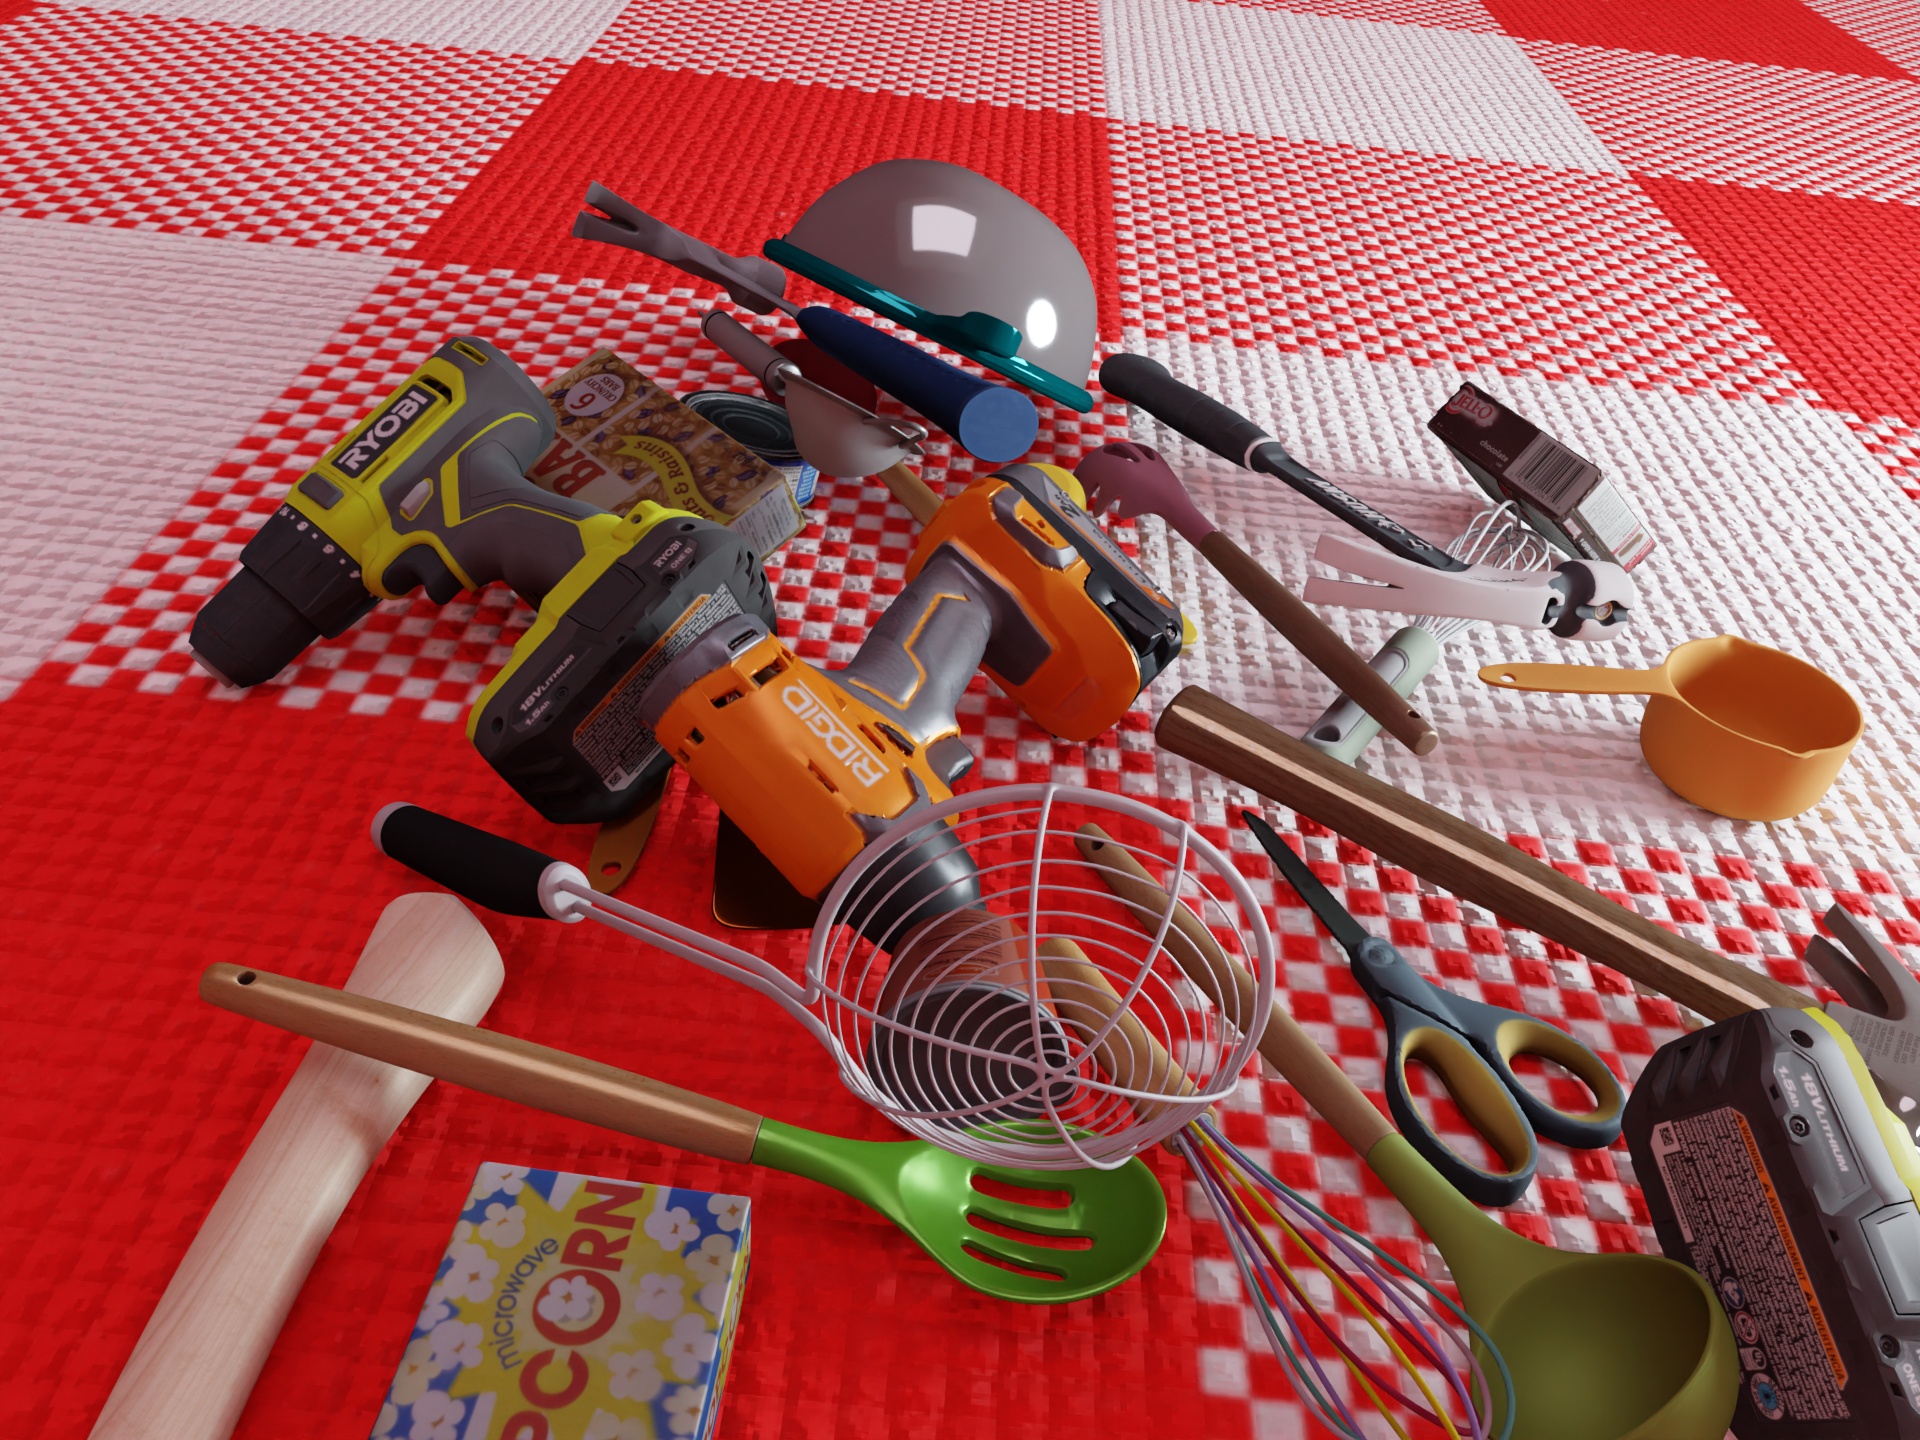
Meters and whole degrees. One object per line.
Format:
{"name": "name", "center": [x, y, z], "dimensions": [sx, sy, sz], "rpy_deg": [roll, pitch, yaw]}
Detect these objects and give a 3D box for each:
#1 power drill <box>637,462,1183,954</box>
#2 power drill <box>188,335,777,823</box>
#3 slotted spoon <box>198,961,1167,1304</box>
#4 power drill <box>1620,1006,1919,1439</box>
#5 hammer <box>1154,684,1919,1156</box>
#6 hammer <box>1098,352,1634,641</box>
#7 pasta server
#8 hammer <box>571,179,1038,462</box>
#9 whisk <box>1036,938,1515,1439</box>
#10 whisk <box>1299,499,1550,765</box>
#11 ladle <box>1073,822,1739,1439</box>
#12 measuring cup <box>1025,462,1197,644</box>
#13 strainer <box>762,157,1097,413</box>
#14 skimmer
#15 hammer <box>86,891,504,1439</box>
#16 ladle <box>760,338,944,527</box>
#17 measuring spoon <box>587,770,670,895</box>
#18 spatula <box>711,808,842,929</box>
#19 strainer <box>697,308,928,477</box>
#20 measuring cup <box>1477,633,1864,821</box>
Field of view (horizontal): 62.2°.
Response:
{"name": "power drill", "center": [-0.001, -0.002, 0.652], "dimensions": [0.164, 0.084, 0.226], "rpy_deg": [46, 45, 5]}
{"name": "power drill", "center": [-0.210, -0.054, 0.682], "dimensions": [0.229, 0.080, 0.190], "rpy_deg": [32, 72, 30]}
{"name": "slotted spoon", "center": [-0.089, 0.125, 0.507], "dimensions": [0.313, 0.031, 0.070], "rpy_deg": [16, 37, 0]}
{"name": "power drill", "center": [0.337, 0.141, 0.503], "dimensions": [0.223, 0.080, 0.171], "rpy_deg": [-6, 67, -16]}
{"name": "hammer", "center": [0.230, 0.068, 0.646], "dimensions": [0.331, 0.031, 0.130], "rpy_deg": [29, 42, 22]}
{"name": "hammer", "center": [0.165, -0.135, 0.846], "dimensions": [0.149, 0.036, 0.409], "rpy_deg": [2, 24, -21]}
{"name": "pasta server", "center": [0.139, -0.070, 0.801], "dimensions": [0.060, 0.040, 0.317], "rpy_deg": [-11, 37, -20]}
{"name": "hammer", "center": [-0.086, -0.215, 0.848], "dimensions": [0.144, 0.035, 0.406], "rpy_deg": [16, 16, -37]}
{"name": "whisk", "center": [0.087, 0.145, 0.514], "dimensions": [0.047, 0.051, 0.245], "rpy_deg": [36, 8, -40]}
{"name": "whisk", "center": [0.229, -0.041, 0.788], "dimensions": [0.058, 0.059, 0.246], "rpy_deg": [18, 42, 34]}
{"name": "ladle", "center": [0.126, 0.124, 0.551], "dimensions": [0.078, 0.062, 0.320], "rpy_deg": [-37, 45, -6]}
{"name": "measuring cup", "center": [0.069, -0.089, 0.832], "dimensions": [0.062, 0.029, 0.157], "rpy_deg": [-30, 50, -22]}
{"name": "strainer", "center": [0.008, -0.246, 0.855], "dimensions": [0.211, 0.095, 0.340], "rpy_deg": [24, 11, -13]}
{"name": "skimmer", "center": [-0.074, 0.056, 0.527], "dimensions": [0.363, 0.127, 0.090], "rpy_deg": [11, 37, 42]}
{"name": "hammer", "center": [-0.223, 0.194, 0.422], "dimensions": [0.146, 0.038, 0.411], "rpy_deg": [6, 37, 2]}
{"name": "ladle", "center": [-0.027, -0.129, 0.882], "dimensions": [0.069, 0.031, 0.316], "rpy_deg": [-17, 45, -25]}
{"name": "measuring spoon", "center": [-0.133, 0.033, 0.669], "dimensions": [0.021, 0.011, 0.117], "rpy_deg": [3, 40, 7]}
{"name": "spatula", "center": [-0.096, -0.024, 0.739], "dimensions": [0.081, 0.041, 0.323], "rpy_deg": [-4, 34, -16]}
{"name": "strainer", "center": [-0.093, -0.182, 0.865], "dimensions": [0.086, 0.050, 0.259], "rpy_deg": [27, 12, -41]}
{"name": "measuring cup", "center": [0.322, 0.003, 0.740], "dimensions": [0.173, 0.052, 0.095], "rpy_deg": [5, 37, 1]}
